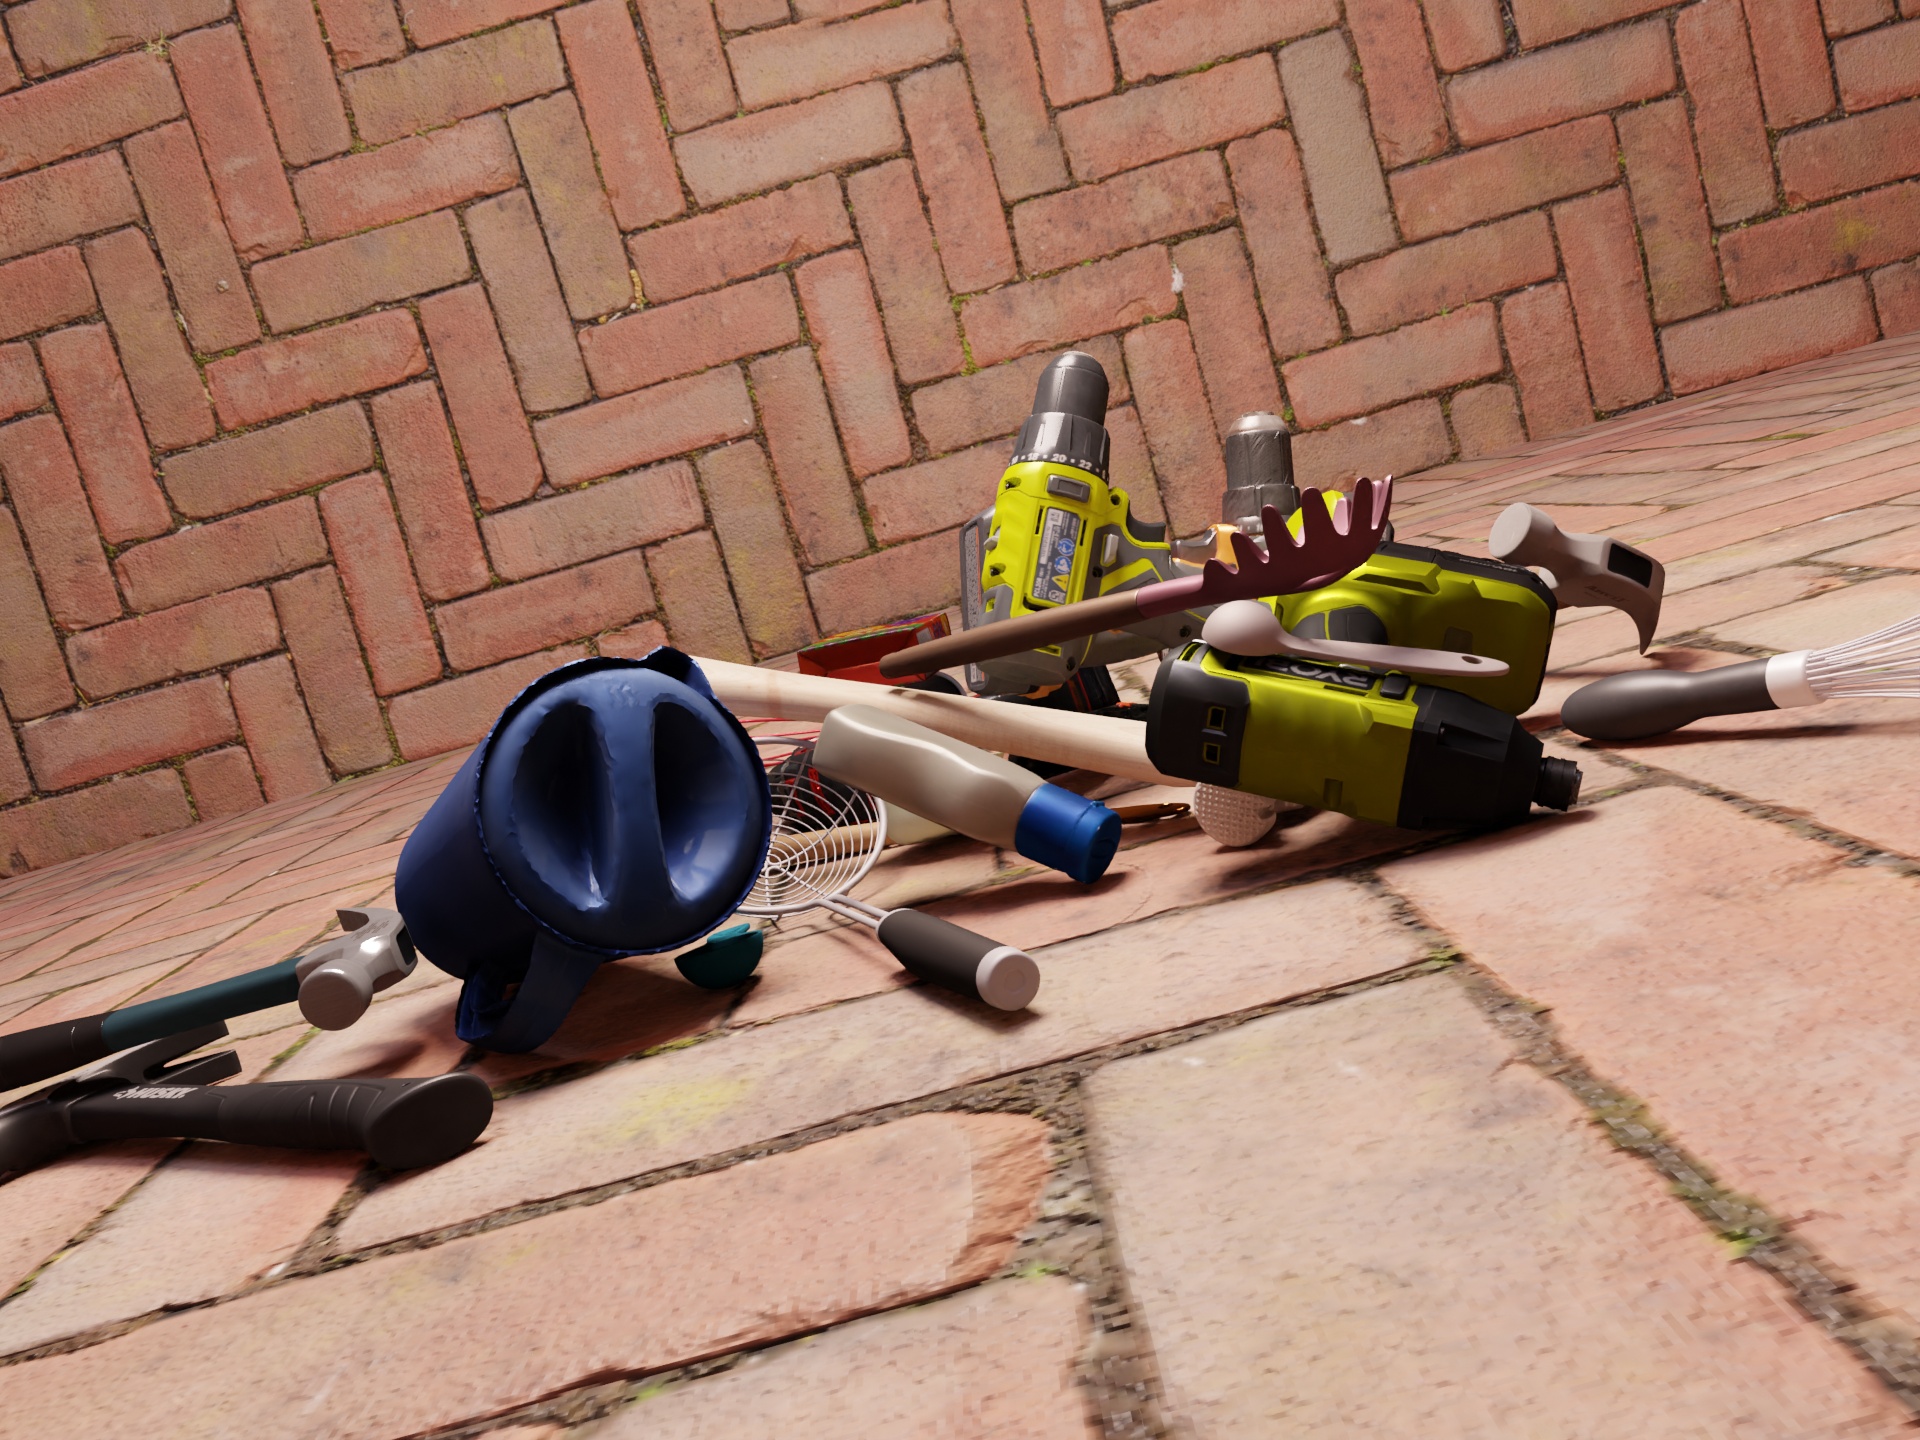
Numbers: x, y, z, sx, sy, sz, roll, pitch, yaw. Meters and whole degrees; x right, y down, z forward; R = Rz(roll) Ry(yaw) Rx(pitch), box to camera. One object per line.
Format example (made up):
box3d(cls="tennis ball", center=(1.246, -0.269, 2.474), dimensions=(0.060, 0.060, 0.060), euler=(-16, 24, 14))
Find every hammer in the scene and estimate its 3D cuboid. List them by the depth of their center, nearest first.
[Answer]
box3d(cls="hammer", center=(-0.320, 0.171, 0.705), dimensions=(0.335, 0.035, 0.146), euler=(-10, 10, 37))
box3d(cls="hammer", center=(-0.424, 0.155, 0.775), dimensions=(0.331, 0.033, 0.128), euler=(-16, 10, 3))
box3d(cls="hammer", center=(-0.001, -0.003, 0.866), dimensions=(0.411, 0.038, 0.146), euler=(9, 19, 30))
box3d(cls="hammer", center=(0.286, -0.060, 0.958), dimensions=(0.130, 0.031, 0.331), euler=(19, -12, -16))

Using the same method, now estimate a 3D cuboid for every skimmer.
box3d(cls="skimmer", center=(-0.055, 0.061, 0.736), dimensions=(0.127, 0.090, 0.363), euler=(-16, 7, -20))

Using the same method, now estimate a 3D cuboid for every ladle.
box3d(cls="ladle", center=(-0.181, 0.082, 0.986), dimensions=(0.320, 0.062, 0.078), euler=(-11, 20, 18))

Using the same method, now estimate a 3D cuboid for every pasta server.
box3d(cls="pasta server", center=(0.066, -0.058, 0.759), dimensions=(0.060, 0.040, 0.316), euler=(-13, 1, -44))

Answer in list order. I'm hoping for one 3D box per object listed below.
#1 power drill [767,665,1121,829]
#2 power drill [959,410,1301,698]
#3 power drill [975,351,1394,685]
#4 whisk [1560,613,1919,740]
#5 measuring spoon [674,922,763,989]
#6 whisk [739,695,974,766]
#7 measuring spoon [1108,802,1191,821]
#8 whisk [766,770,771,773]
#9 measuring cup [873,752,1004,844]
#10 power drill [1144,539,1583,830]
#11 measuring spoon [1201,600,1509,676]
box3d(cls="power drill", center=(-0.023, 0.012, 1.084), dimensions=(0.226, 0.080, 0.188), euler=(-24, 3, -24))
box3d(cls="power drill", center=(0.117, -0.101, 0.997), dimensions=(0.226, 0.185, 0.084), euler=(-2, -1, -13))
box3d(cls="power drill", center=(0.128, -0.100, 0.922), dimensions=(0.228, 0.191, 0.080), euler=(13, -11, -12))
box3d(cls="whisk", center=(0.358, -0.020, 0.617), dimensions=(0.070, 0.070, 0.284), euler=(-21, 4, -34))
box3d(cls="measuring spoon", center=(-0.112, 0.114, 0.774), dimensions=(0.042, 0.021, 0.128), euler=(-17, -1, -5))
box3d(cls="whisk", center=(-0.067, 0.001, 1.183), dimensions=(0.295, 0.073, 0.073), euler=(-5, 3, -22))
box3d(cls="measuring spoon", center=(0.077, 0.047, 0.854), dimensions=(0.021, 0.011, 0.117), euler=(-23, 10, -41))
box3d(cls="whisk", center=(-0.174, 0.064, 1.149), dimensions=(0.047, 0.051, 0.245), euler=(-20, 3, 15))
box3d(cls="measuring cup", center=(0.002, 0.050, 0.942), dimensions=(0.083, 0.038, 0.167), euler=(-17, -9, 12))
box3d(cls="power drill", center=(0.198, -0.016, 0.726), dimensions=(0.171, 0.080, 0.223), euler=(12, 23, 21))
box3d(cls="measuring spoon", center=(0.162, -0.034, 0.653), dimensions=(0.124, 0.018, 0.034), euler=(8, 25, 13))
